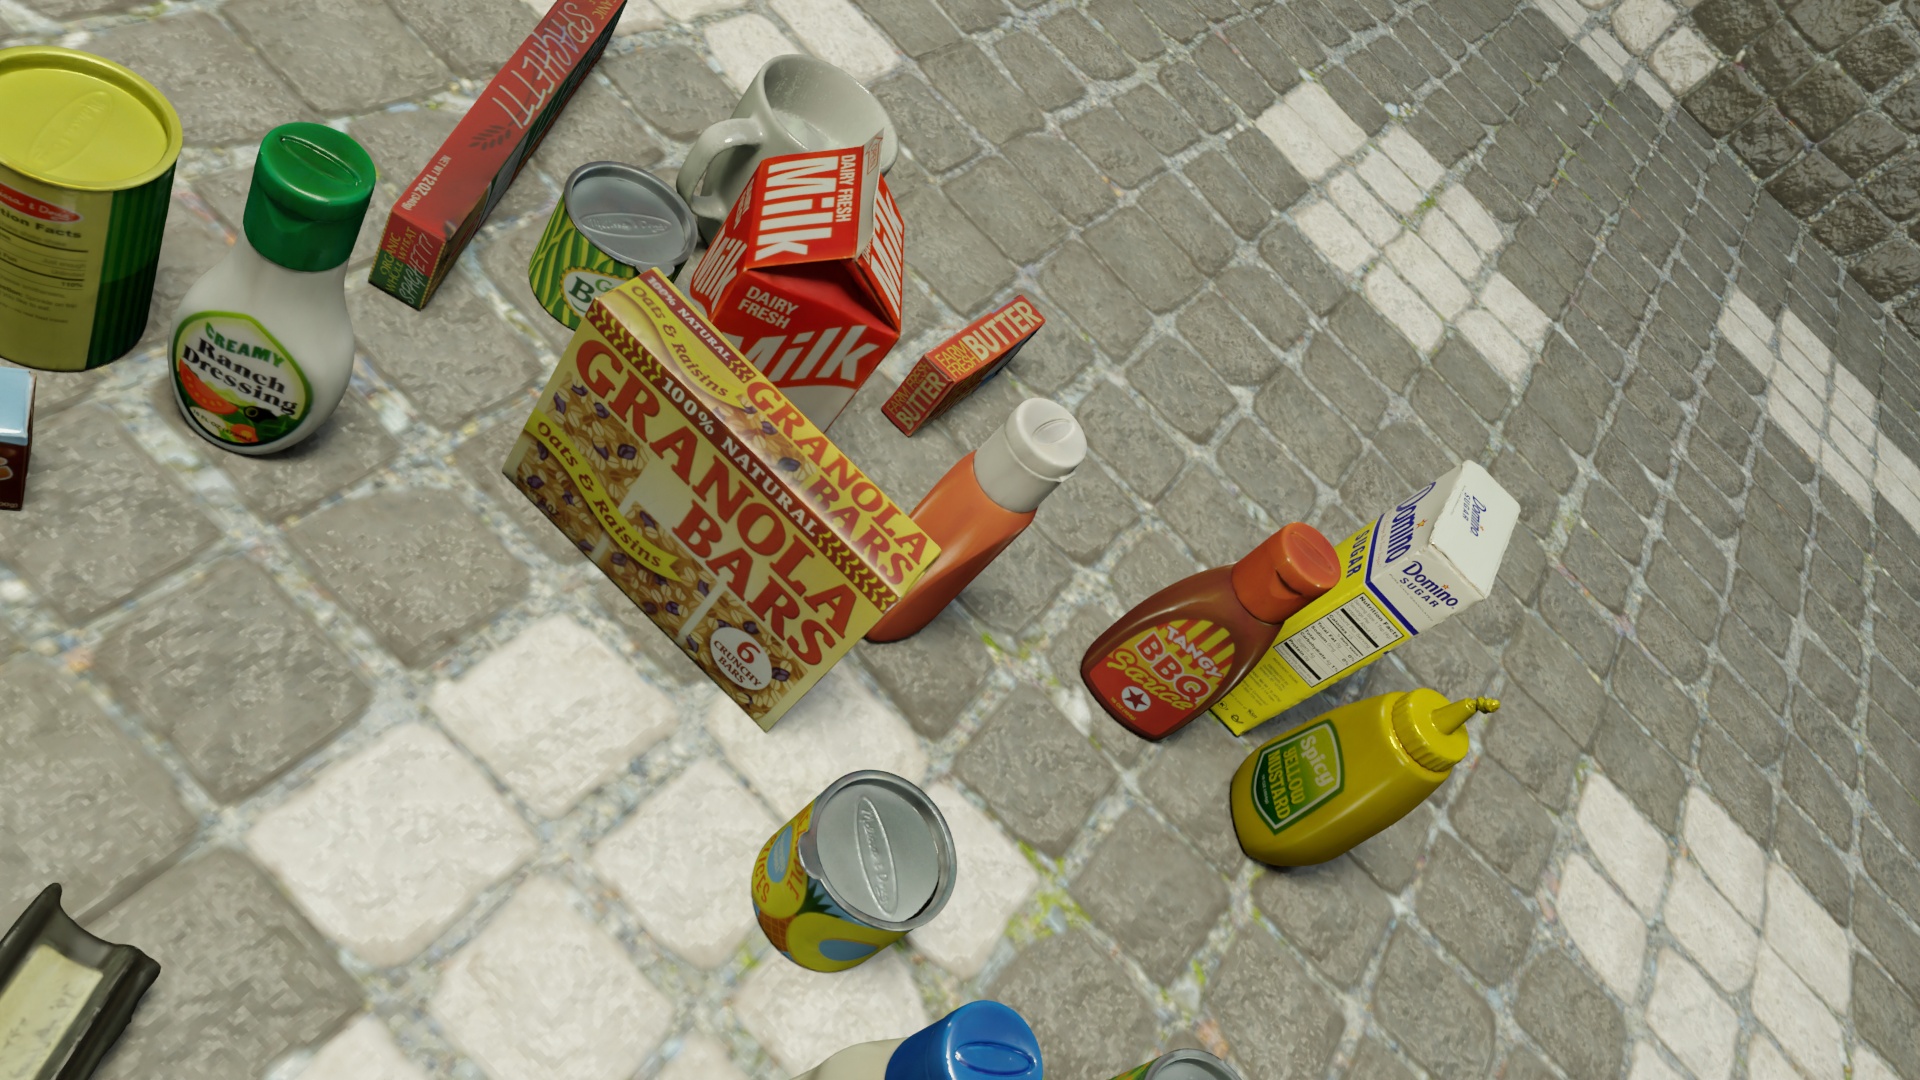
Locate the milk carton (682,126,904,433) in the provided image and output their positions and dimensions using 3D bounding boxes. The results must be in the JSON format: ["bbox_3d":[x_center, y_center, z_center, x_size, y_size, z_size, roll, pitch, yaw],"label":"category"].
[{"bbox_3d":[-0.081,-0.094,0.613,0.073,0.189,0.073,21,48,-24],"label":"milk carton"}]

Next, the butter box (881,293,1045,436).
[{"bbox_3d":[0.003,-0.099,0.780,0.024,0.053,0.104,47,43,3],"label":"butter box"}]

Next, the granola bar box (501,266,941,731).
[{"bbox_3d":[-0.103,-0.013,0.583,0.165,0.123,0.039,45,43,0],"label":"granola bar box"}]

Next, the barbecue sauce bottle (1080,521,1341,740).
[{"bbox_3d":[0.126,0.044,0.694,0.065,0.147,0.044,43,43,-2],"label":"barbecue sauce bottle"}]

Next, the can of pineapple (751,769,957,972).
[{"bbox_3d":[-0.045,0.134,0.563,0.071,0.057,0.071,20,48,-24],"label":"can of pineapple"}]

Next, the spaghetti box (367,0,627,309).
[{"bbox_3d":[-0.224,-0.212,0.698,0.028,0.050,0.251,29,45,-17],"label":"spaghetti box"}]

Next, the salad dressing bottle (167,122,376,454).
[{"bbox_3d":[-0.252,-0.090,0.513,0.064,0.147,0.044,31,45,-15],"label":"salad dressing bottle"}]

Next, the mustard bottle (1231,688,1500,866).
[{"bbox_3d":[0.201,0.110,0.692,0.049,0.159,0.065,17,50,-26],"label":"mustard bottle"}]

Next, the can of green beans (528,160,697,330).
[{"bbox_3d":[-0.170,-0.141,0.679,0.071,0.057,0.071,20,48,-24],"label":"can of green beans"}]

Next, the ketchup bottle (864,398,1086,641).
[{"bbox_3d":[0.002,-0.008,0.641,0.065,0.148,0.043,-29,79,-46],"label":"ketchup bottle"}]

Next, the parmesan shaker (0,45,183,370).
[{"bbox_3d":[-0.332,-0.120,0.509,0.071,0.102,0.071,20,48,-24],"label":"parmesan shaker"}]

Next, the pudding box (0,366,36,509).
[{"bbox_3d":[-0.360,-0.038,0.464,0.084,0.049,0.030,5,56,-34],"label":"pudding box"}]

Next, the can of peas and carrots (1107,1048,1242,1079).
[{"bbox_3d":[0.080,0.249,0.569,0.071,0.058,0.071,20,48,-24],"label":"can of peas and carrots"}]

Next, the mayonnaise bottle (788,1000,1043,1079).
[{"bbox_3d":[-0.027,0.193,0.466,0.065,0.147,0.041,18,49,-26],"label":"mayonnaise bottle"}]
